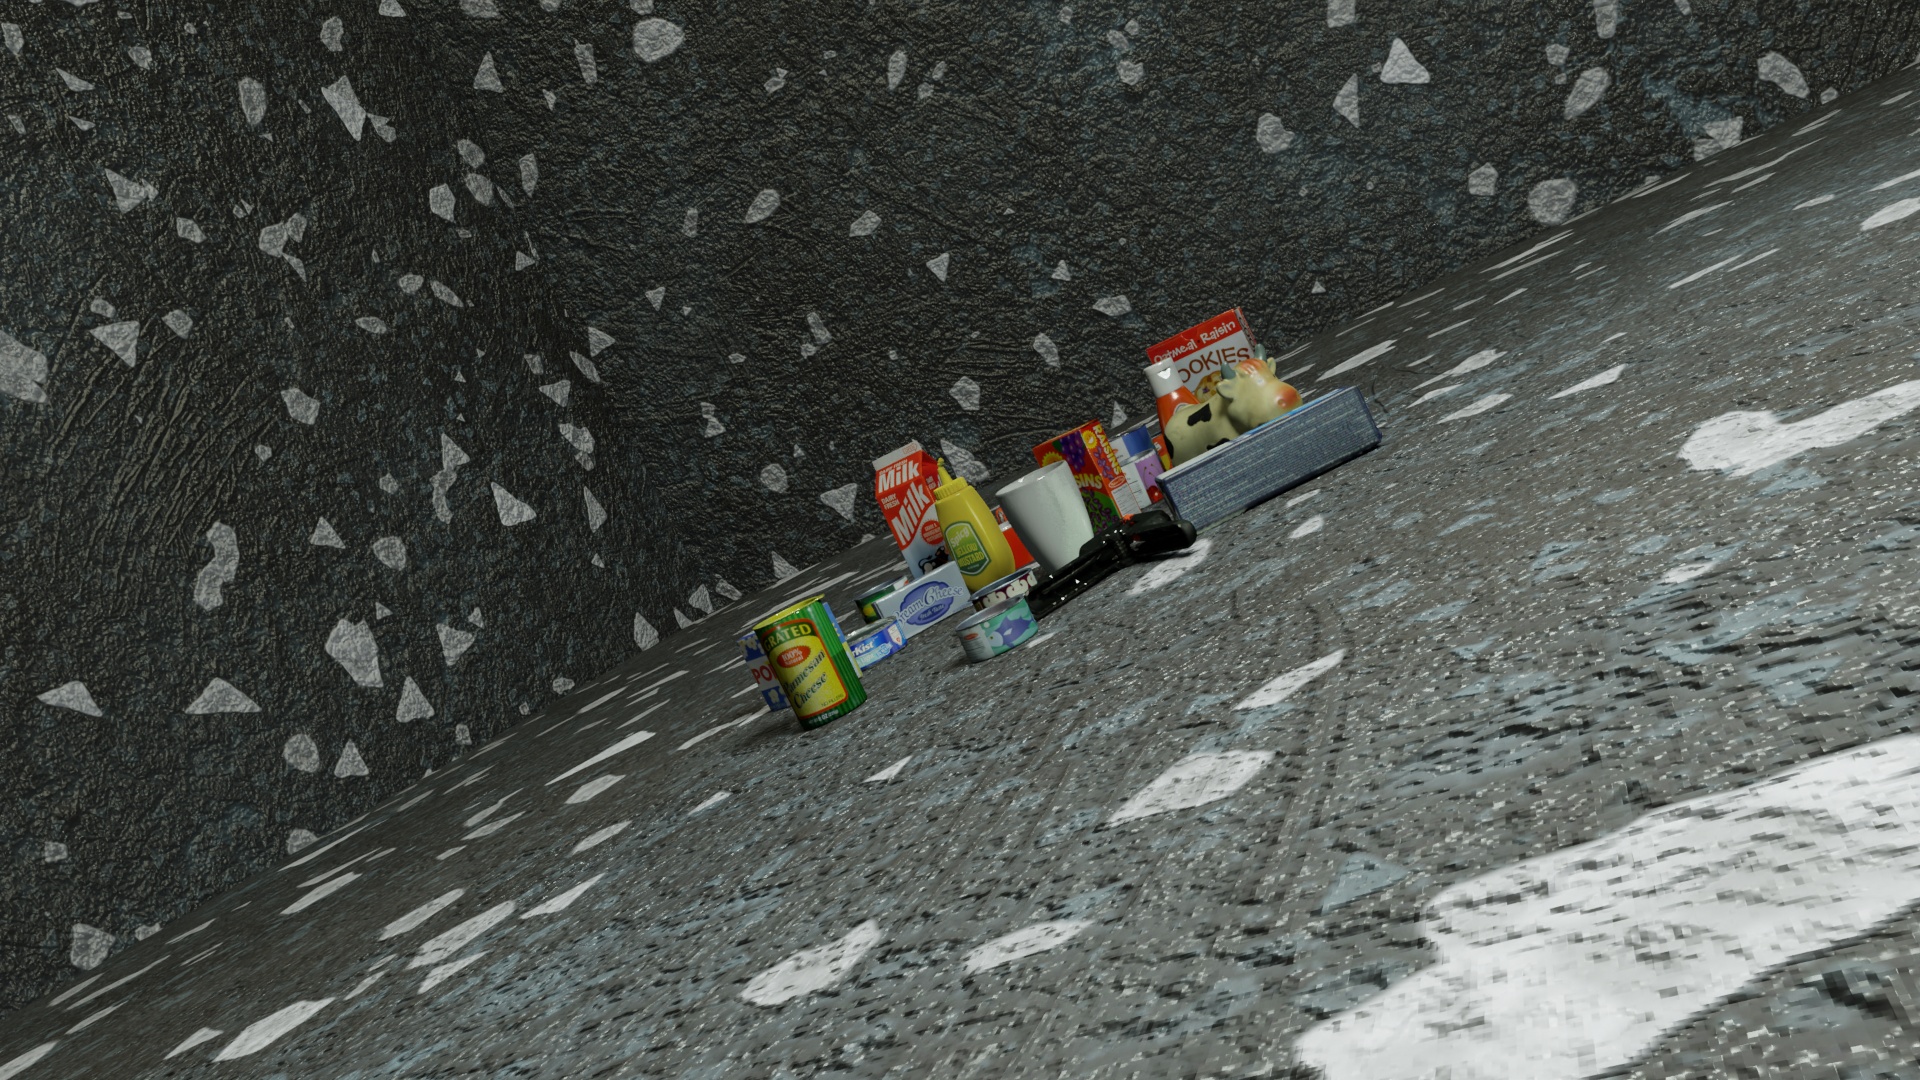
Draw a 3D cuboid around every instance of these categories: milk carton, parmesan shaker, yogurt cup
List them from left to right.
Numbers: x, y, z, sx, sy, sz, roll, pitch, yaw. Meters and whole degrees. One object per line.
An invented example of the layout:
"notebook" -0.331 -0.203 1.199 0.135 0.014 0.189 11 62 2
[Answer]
"parmesan shaker" -0.132 0.109 1.245 0.071 0.103 0.071 -26 4 2
"milk carton" -0.042 -0.027 1.745 0.072 0.190 0.074 -24 4 23
"yogurt cup" 0.058 0.008 1.667 0.072 0.054 0.072 -26 4 2

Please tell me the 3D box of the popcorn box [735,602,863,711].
"popcorn box" -0.166 0.120 1.419 0.126 0.085 0.038 -21 6 46

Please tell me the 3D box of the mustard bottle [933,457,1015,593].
"mustard bottle" 0.006 -0.020 1.596 0.065 0.160 0.049 -23 5 33

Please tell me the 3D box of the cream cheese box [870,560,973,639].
"cream cheese box" -0.041 0.068 1.522 0.104 0.053 0.024 -27 4 -18

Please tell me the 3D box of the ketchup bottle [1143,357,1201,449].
"ketchup bottle" 0.262 -0.141 1.635 0.065 0.148 0.043 -26 4 -4

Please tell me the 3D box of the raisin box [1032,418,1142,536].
"raisin box" 0.146 -0.068 1.603 0.040 0.123 0.086 -29 5 -39

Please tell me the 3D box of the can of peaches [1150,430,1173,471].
"can of peaches" 0.272 -0.115 1.859 0.071 0.058 0.071 -26 4 2

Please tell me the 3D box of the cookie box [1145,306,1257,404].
"cookie box" 0.325 -0.191 1.736 0.122 0.167 0.040 -24 4 26

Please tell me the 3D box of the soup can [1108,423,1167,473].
"soup can" 0.226 -0.100 1.782 0.071 0.083 0.071 -26 4 2

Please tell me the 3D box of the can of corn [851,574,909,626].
"can of corn" -0.082 0.080 1.587 0.071 0.058 0.071 -26 4 2

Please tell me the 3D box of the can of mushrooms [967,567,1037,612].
"can of mushrooms" 0.043 0.056 1.329 0.071 0.033 0.071 -26 4 2

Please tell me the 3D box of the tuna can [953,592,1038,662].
"tuna can" 0.033 0.074 1.180 0.071 0.033 0.071 -26 4 2

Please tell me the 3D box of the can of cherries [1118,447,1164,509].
"can of cherries" 0.217 -0.072 1.674 0.071 0.058 0.071 -26 4 2
